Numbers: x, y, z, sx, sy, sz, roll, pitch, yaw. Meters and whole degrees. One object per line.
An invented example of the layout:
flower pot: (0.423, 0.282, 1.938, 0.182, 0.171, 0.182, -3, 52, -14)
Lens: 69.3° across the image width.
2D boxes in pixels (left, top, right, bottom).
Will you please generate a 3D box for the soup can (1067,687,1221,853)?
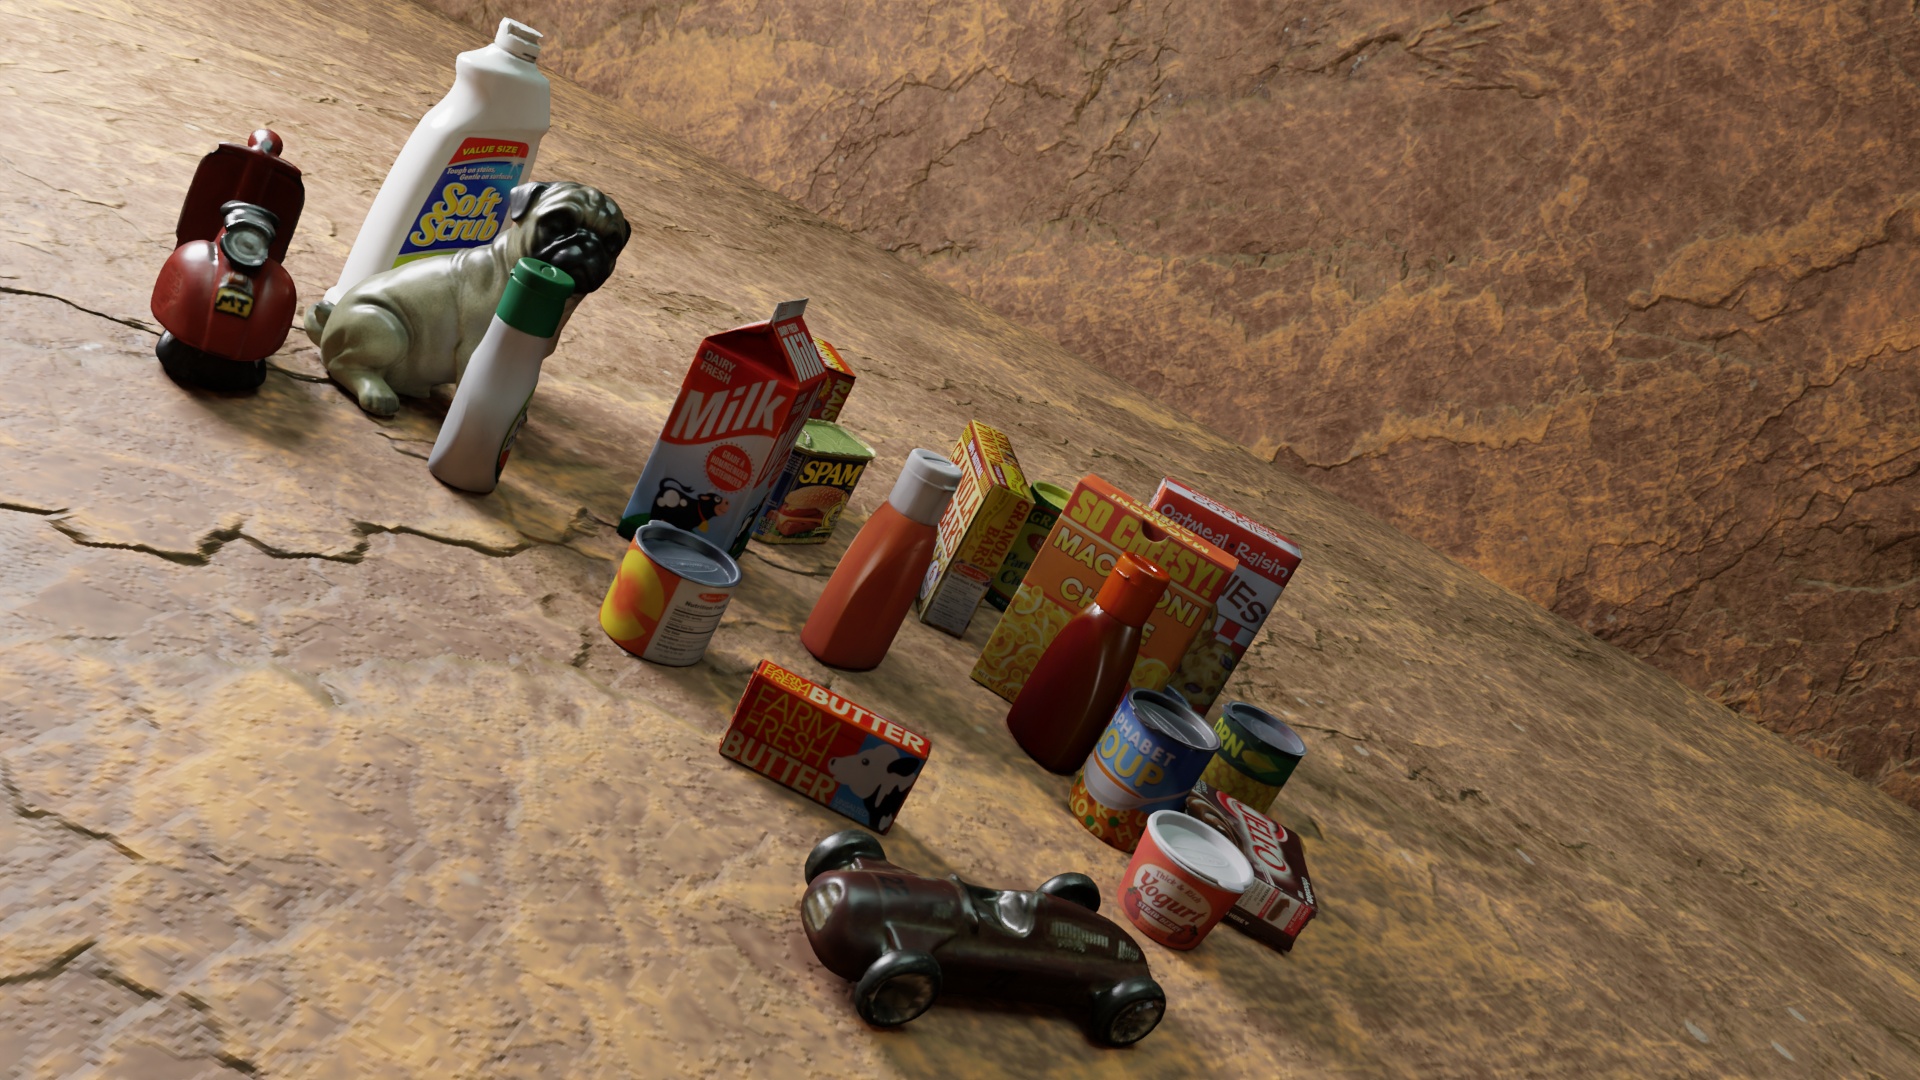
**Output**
soup can: (0.113, 0.145, 0.877, 0.071, 0.083, 0.071, 26, 16, -8)

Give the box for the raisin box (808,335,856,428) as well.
raisin box: (-0.137, -0.101, 1.140, 0.040, 0.123, 0.086, 20, 18, -28)

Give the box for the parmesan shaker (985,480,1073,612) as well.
parmesan shaker: (0.068, 0.011, 1.170, 0.071, 0.102, 0.071, 26, 16, -8)

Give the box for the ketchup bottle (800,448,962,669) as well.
ketchup bottle: (-0.047, 0.013, 0.902, 0.043, 0.148, 0.065, 40, 20, 35)

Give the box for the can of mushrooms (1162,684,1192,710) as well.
can of mushrooms: (0.139, 0.127, 1.060, 0.071, 0.033, 0.071, 26, 17, -8)

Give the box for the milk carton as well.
milk carton: (-0.150, -0.076, 0.927, 0.073, 0.190, 0.072, 29, 16, 2)

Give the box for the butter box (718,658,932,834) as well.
butter box: (-0.072, 0.110, 0.740, 0.103, 0.053, 0.024, 27, 16, -3)

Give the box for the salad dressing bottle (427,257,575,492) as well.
salad dressing bottle: (-0.285, -0.103, 0.867, 0.044, 0.147, 0.064, 23, 17, -20)

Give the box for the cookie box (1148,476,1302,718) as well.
cookie box: (0.178, 0.049, 1.119, 0.123, 0.167, 0.040, 28, 16, -2)

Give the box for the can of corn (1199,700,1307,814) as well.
can of corn: (0.211, 0.161, 1.032, 0.071, 0.058, 0.071, 26, 16, -8)

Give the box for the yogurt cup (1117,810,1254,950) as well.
yogurt cup: (0.126, 0.196, 0.797, 0.072, 0.053, 0.072, 26, 16, -8)

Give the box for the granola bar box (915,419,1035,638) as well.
granola bar box: (0.004, -0.014, 1.105, 0.039, 0.124, 0.166, 24, 17, -14)

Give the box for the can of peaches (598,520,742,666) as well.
can of peaches: (-0.170, 0.031, 0.810, 0.071, 0.058, 0.071, 26, 16, -8)

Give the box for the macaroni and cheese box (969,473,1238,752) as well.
macaroni and cheese box: (0.100, 0.056, 0.977, 0.124, 0.166, 0.040, 31, 16, 9)

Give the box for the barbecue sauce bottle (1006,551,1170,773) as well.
barbecue sauce bottle: (0.087, 0.078, 0.921, 0.044, 0.148, 0.065, 14, 22, -42)
